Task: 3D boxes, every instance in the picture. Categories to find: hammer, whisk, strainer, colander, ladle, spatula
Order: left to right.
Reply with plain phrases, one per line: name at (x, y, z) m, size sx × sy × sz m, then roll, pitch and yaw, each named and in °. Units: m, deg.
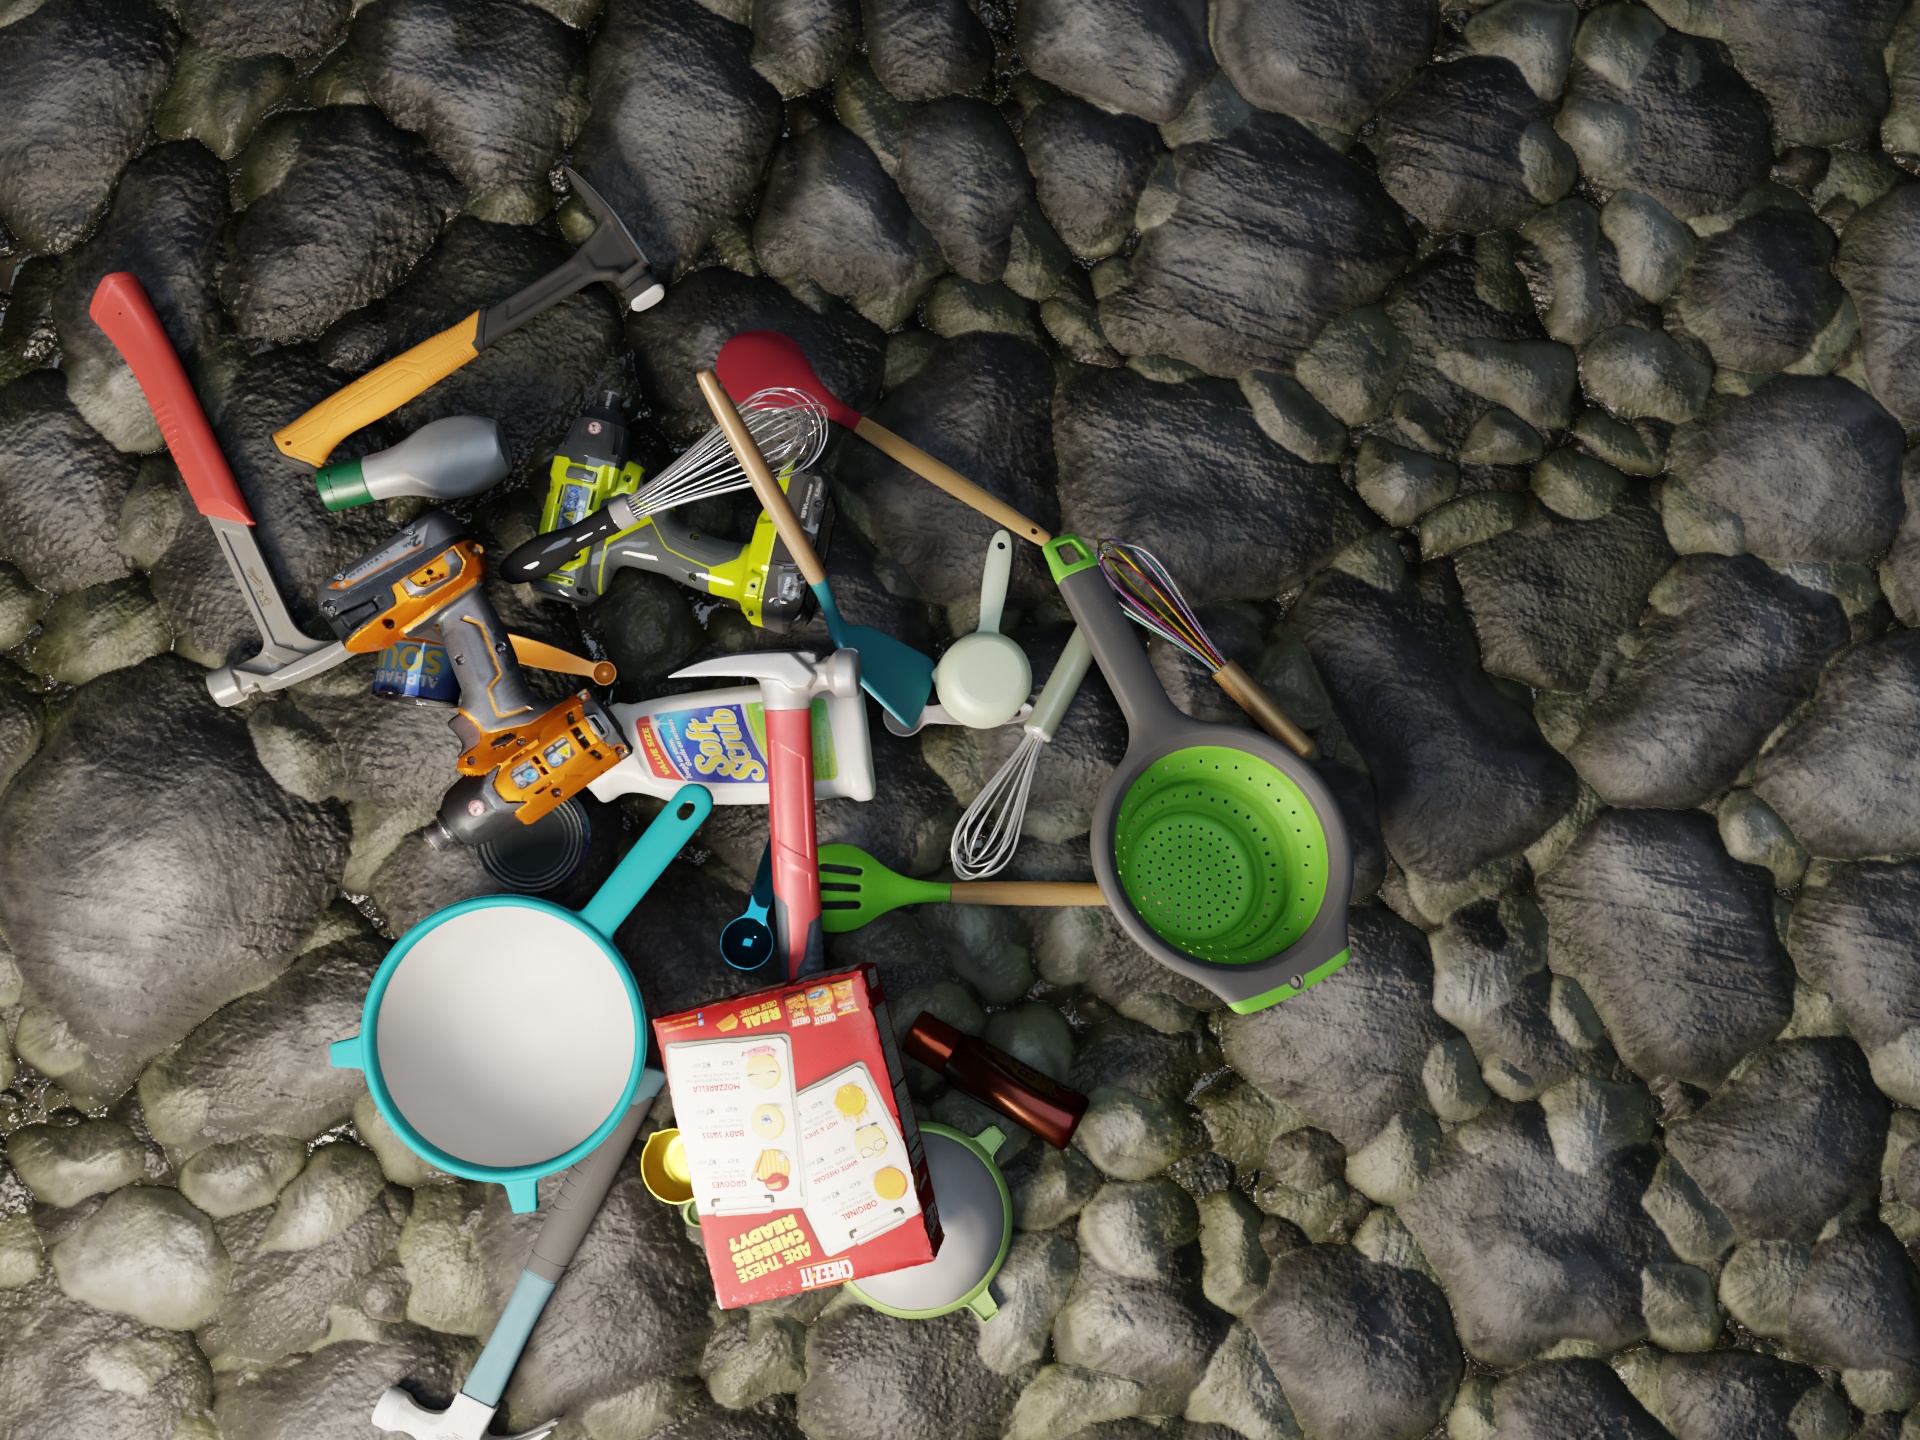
hammer at (-0.594, -0.199, 1.276) m, size 0.149 × 0.036 × 0.359 m, roll -26°, pitch 86°, yaw -5°
hammer at (-0.415, -0.312, 1.295) m, size 0.337 × 0.034 × 0.127 m, roll -34°, pitch 87°, yaw -5°
hammer at (-0.317, 0.412, 1.223) m, size 0.128 × 0.033 × 0.331 m, roll 26°, pitch 84°, yaw 2°
strainer at (-0.296, 0.184, 1.211) m, size 0.211 × 0.095 × 0.340 m, roll 38°, pitch 88°, yaw 1°
whisk at (-0.227, -0.173, 1.206) m, size 0.284 × 0.070 × 0.070 m, roll -26°, pitch 86°, yaw 7°
hammer at (-0.139, 0.139, 1.216) m, size 0.143 × 0.038 × 0.386 m, roll -2°, pitch 97°, yaw 4°
spatula at (-0.109, -0.130, 1.194) m, size 0.044 × 0.082 × 0.317 m, roll -10°, pitch 127°, yaw 25°
strainer at (-0.085, 0.384, 1.216) m, size 0.256 × 0.069 × 0.151 m, roll 3°, pitch 84°, yaw -3°
ladle at (-0.062, -0.228, 1.305) m, size 0.315 × 0.031 × 0.069 m, roll 31°, pitch 83°, yaw 0°
whisk at (0.057, 0.018, 1.270) m, size 0.057 × 0.059 × 0.246 m, roll 36°, pitch 75°, yaw -31°
colander at (0.156, 0.040, 1.251) m, size 0.204 × 0.094 × 0.397 m, roll -22°, pitch 76°, yaw -17°
whisk at (0.195, -0.057, 1.288) m, size 0.051 × 0.047 × 0.245 m, roll -44°, pitch 90°, yaw -7°

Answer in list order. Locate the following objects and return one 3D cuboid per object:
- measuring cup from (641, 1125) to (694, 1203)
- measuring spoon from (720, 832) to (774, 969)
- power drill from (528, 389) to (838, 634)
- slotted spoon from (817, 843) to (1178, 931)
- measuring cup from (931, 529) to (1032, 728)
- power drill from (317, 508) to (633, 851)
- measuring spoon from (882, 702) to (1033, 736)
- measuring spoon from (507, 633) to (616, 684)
measuring cup at (-0.178, 0.308, 1.223) m, size 0.156 × 0.029 × 0.062 m, roll -42°, pitch 77°, yaw 5°
measuring spoon at (-0.156, 0.137, 1.270) m, size 0.042 × 0.021 × 0.129 m, roll 17°, pitch 75°, yaw 0°
power drill at (-0.218, -0.163, 1.267) m, size 0.223 × 0.080 × 0.171 m, roll 12°, pitch 85°, yaw 2°
slotted spoon at (0.018, 0.135, 1.269) m, size 0.313 × 0.031 × 0.070 m, roll 1°, pitch 81°, yaw -3°
measuring cup at (0.026, -0.078, 1.280) m, size 0.083 × 0.038 × 0.168 m, roll 10°, pitch 79°, yaw -8°
power drill at (-0.374, -0.022, 1.180) m, size 0.164 × 0.084 × 0.226 m, roll -36°, pitch 93°, yaw -11°
measuring spoon at (-0.002, -0.004, 1.291) m, size 0.124 × 0.018 × 0.034 m, roll -2°, pitch 78°, yaw -9°
measuring spoon at (-0.333, -0.051, 1.285) m, size 0.117 × 0.011 × 0.021 m, roll 15°, pitch 84°, yaw 3°
